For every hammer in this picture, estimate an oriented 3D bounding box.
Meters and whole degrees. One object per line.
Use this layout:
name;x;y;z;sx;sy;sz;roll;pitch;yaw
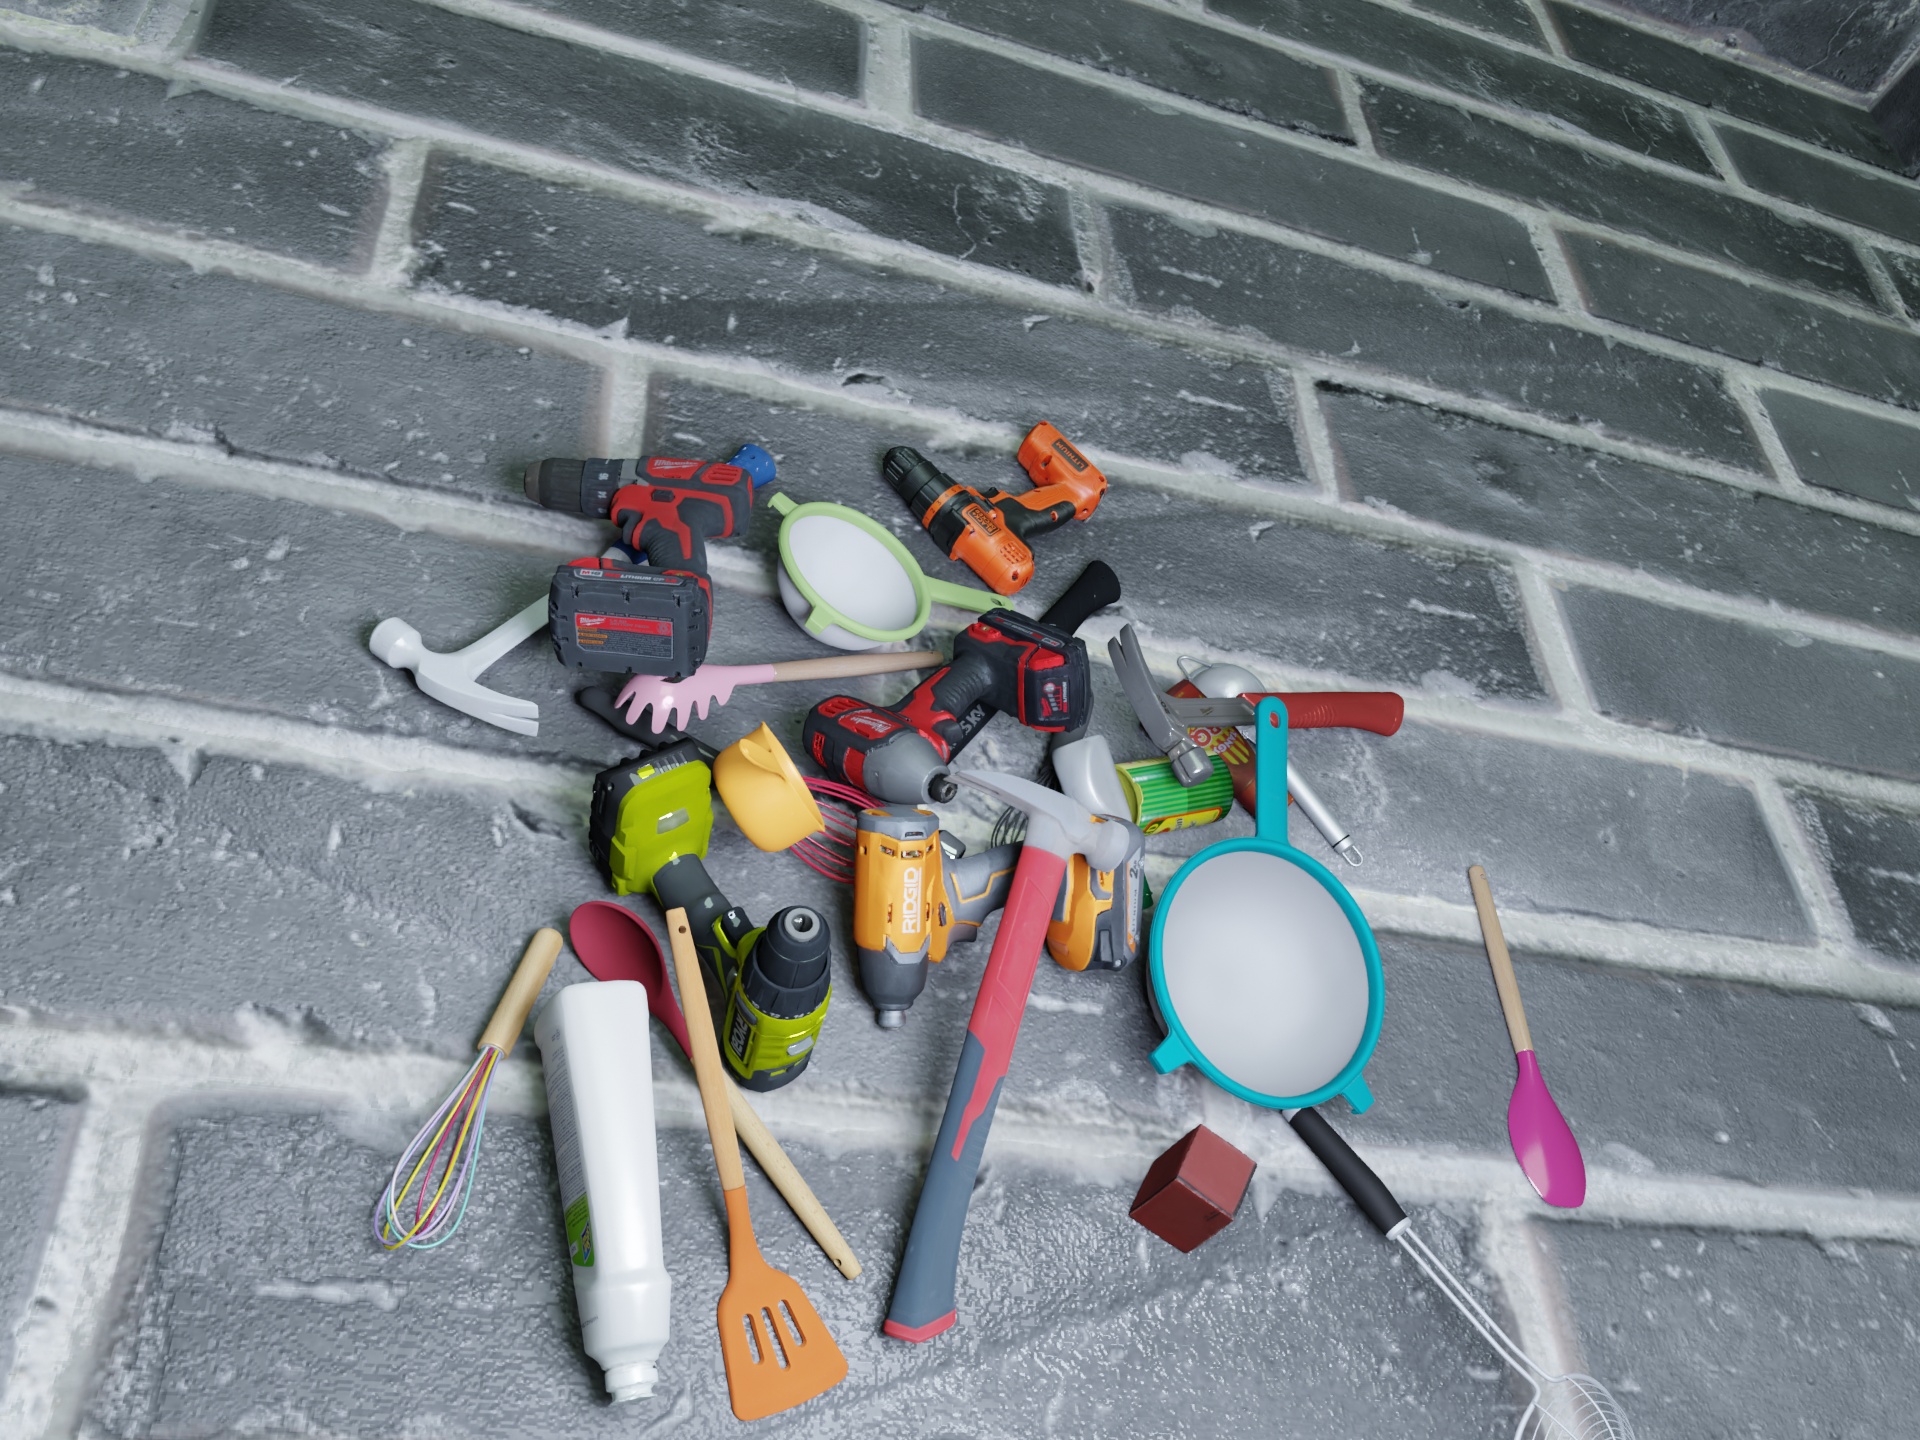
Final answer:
hammer;0.004;0.225;1.100;0.143;0.038;0.386;24;69;-17
hammer;-0.286;-0.127;1.326;0.144;0.035;0.405;33;47;13
hammer;0.033;-0.031;1.404;0.149;0.036;0.409;37;48;7
hammer;0.285;-0.017;1.443;0.359;0.036;0.149;-2;58;-43

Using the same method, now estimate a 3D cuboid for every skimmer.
skimmer;0.359;0.444;1.190;0.127;0.090;0.364;-21;55;-32

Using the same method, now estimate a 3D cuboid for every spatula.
spatula;-0.149;0.280;1.034;0.081;0.041;0.322;-11;86;-30

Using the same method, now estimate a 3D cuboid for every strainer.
strainer;0.229;0.148;1.287;0.211;0.095;0.341;15;63;-19
strainer;-0.065;-0.106;1.409;0.256;0.069;0.152;10;48;-40
strainer;0.289;0.029;1.469;0.087;0.050;0.258;-31;74;-21

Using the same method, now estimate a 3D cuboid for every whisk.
whisk;-0.312;0.235;1.041;0.051;0.047;0.245;22;46;-5
whisk;-0.168;0.047;1.241;0.296;0.073;0.073;28;48;4
whisk;0.076;0.046;1.360;0.055;0.055;0.239;27;44;-2

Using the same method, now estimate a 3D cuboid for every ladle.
ladle;-0.166;0.250;1.093;0.315;0.069;0.031;52;34;11

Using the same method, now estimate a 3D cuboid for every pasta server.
pasta server;-0.137;-0.035;1.310;0.316;0.040;0.060;-7;39;-42

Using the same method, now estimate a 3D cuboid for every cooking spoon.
cooking spoon;0.486;0.266;1.388;0.068;0.017;0.319;10;52;-18

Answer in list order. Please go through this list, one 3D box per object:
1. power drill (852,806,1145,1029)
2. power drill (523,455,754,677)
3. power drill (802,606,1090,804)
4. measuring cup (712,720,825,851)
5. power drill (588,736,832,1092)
power drill;0.024;0.147;1.209;0.226;0.084;0.164;1;95;-27
power drill;-0.268;-0.138;1.262;0.188;0.080;0.227;6;40;-3
power drill;-0.002;-0.004;1.266;0.219;0.078;0.143;-30;40;-36
measuring cup;-0.149;0.045;1.123;0.052;0.173;0.095;-31;77;2
power drill;-0.166;0.125;1.096;0.080;0.190;0.229;-24;63;-30
